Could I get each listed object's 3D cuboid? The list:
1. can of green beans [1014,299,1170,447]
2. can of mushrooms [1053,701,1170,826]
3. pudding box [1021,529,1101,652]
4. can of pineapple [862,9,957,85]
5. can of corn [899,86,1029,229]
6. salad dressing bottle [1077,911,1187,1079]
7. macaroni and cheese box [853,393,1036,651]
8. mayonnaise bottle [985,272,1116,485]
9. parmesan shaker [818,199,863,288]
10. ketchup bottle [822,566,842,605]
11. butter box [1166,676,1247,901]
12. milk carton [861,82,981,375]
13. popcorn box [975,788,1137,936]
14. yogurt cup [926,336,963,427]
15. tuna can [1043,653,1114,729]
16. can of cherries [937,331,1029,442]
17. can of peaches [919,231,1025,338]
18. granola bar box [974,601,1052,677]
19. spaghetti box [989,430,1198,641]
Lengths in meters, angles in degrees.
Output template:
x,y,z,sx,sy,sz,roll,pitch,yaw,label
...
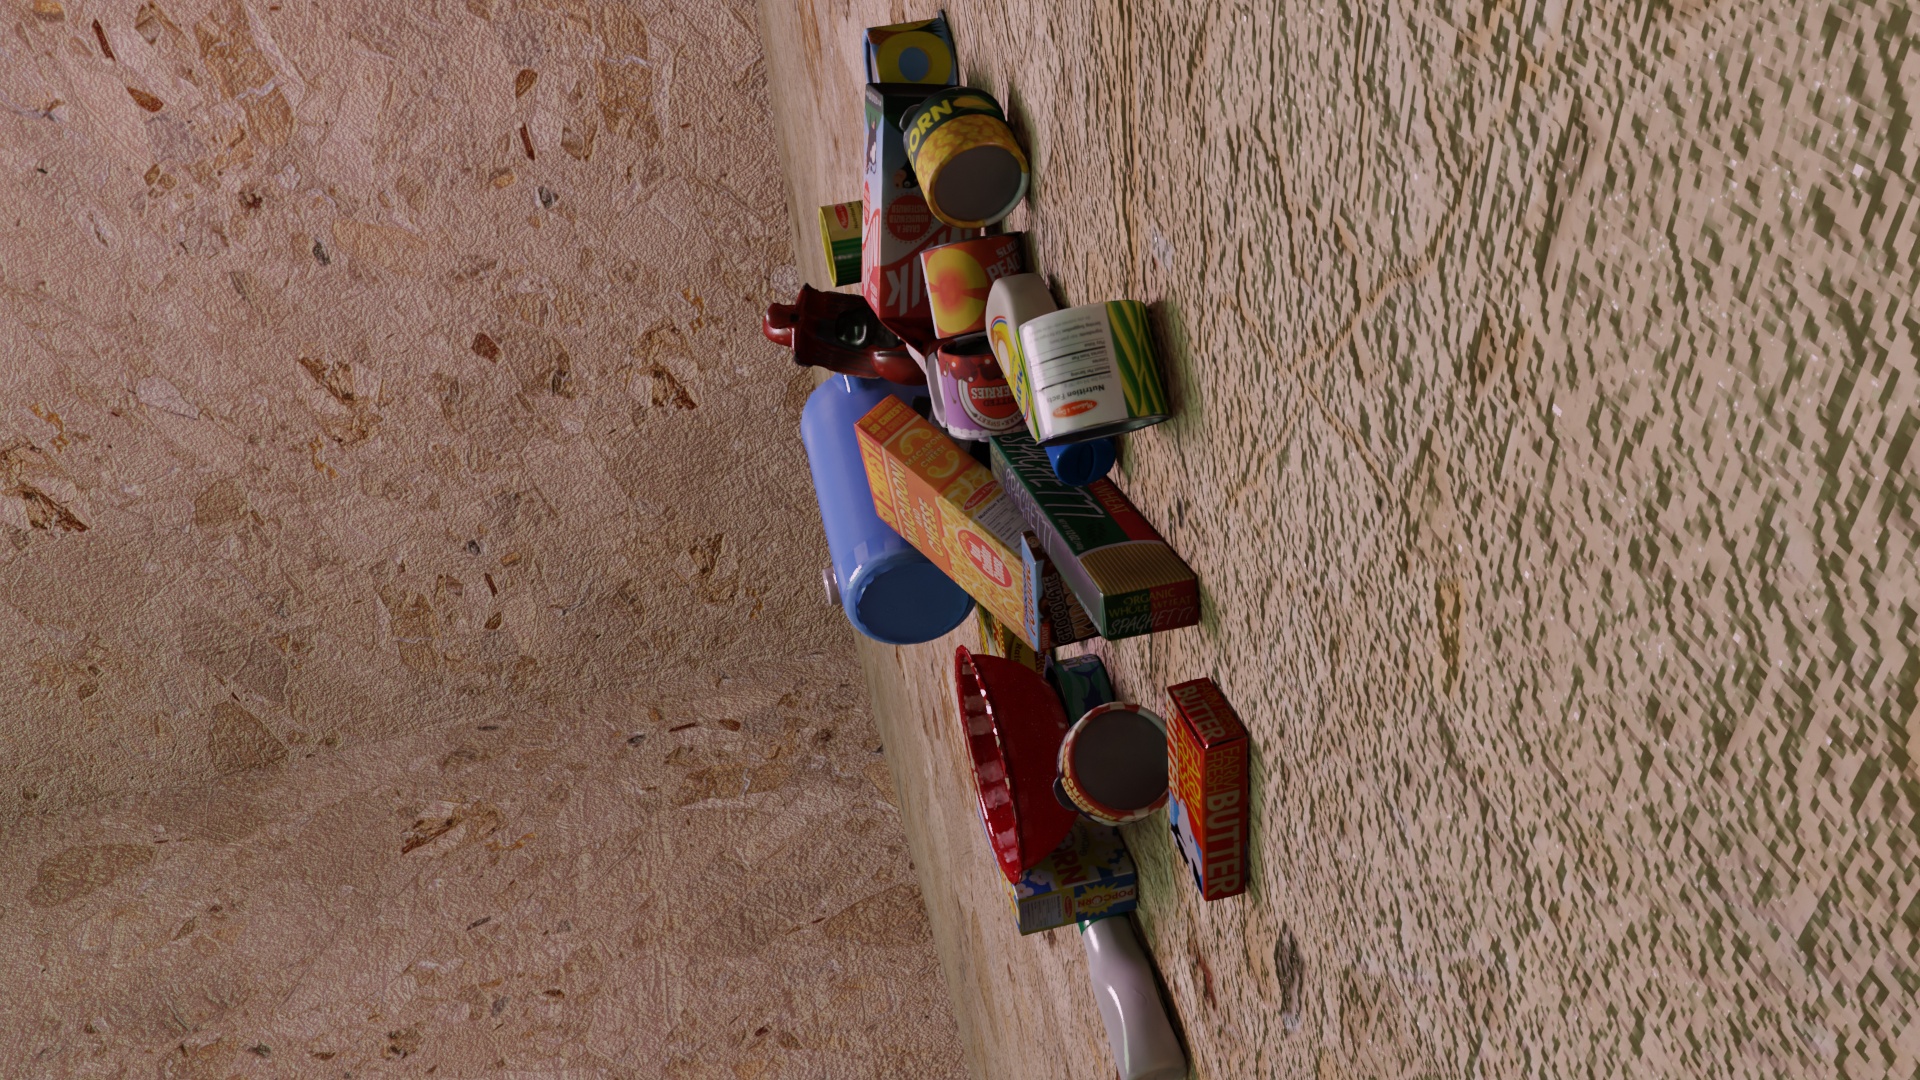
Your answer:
x,y,z,sx,sy,sz,roll,pitch,yaw,label
0.063,-0.080,0.671,0.071,0.071,0.058,156,103,-81,can of green beans
0.087,0.126,0.778,0.033,0.071,0.071,109,149,-70,can of mushrooms
0.065,0.027,0.865,0.030,0.050,0.083,-112,13,-45,pudding box
-0.038,-0.345,1.013,0.071,0.058,0.071,171,88,-82,can of pineapple
0.002,-0.236,0.856,0.070,0.071,0.058,89,166,-51,can of corn
0.111,0.300,0.954,0.064,0.044,0.148,85,171,-47,salad dressing bottle
0.003,-0.012,0.963,0.167,0.040,0.123,40,161,25,macaroni and cheese box
0.052,-0.093,0.815,0.064,0.041,0.149,89,167,-44,mayonnaise bottle
-0.058,-0.245,1.133,0.071,0.103,0.071,171,88,-82,parmesan shaker
-0.059,0.031,1.360,0.043,0.149,0.065,100,157,-64,ketchup bottle
0.123,0.124,0.694,0.053,0.024,0.103,-114,15,-58,butter box
-0.028,-0.217,0.972,0.072,0.073,0.189,-119,29,-62,milk carton
0.066,0.214,0.992,0.127,0.085,0.038,-113,15,-55,popcorn box
0.007,-0.122,1.036,0.072,0.054,0.072,171,88,-82,yogurt cup
0.080,0.108,0.932,0.071,0.033,0.071,171,88,-82,tuna can
0.021,-0.103,0.924,0.072,0.071,0.058,-122,23,-67,can of cherries
0.013,-0.166,0.904,0.071,0.071,0.058,-153,52,-79,can of peaches
0.045,0.099,1.132,0.124,0.039,0.164,-118,19,-66,granola bar box
0.067,-0.013,0.791,0.251,0.050,0.028,-119,21,-64,spaghetti box
